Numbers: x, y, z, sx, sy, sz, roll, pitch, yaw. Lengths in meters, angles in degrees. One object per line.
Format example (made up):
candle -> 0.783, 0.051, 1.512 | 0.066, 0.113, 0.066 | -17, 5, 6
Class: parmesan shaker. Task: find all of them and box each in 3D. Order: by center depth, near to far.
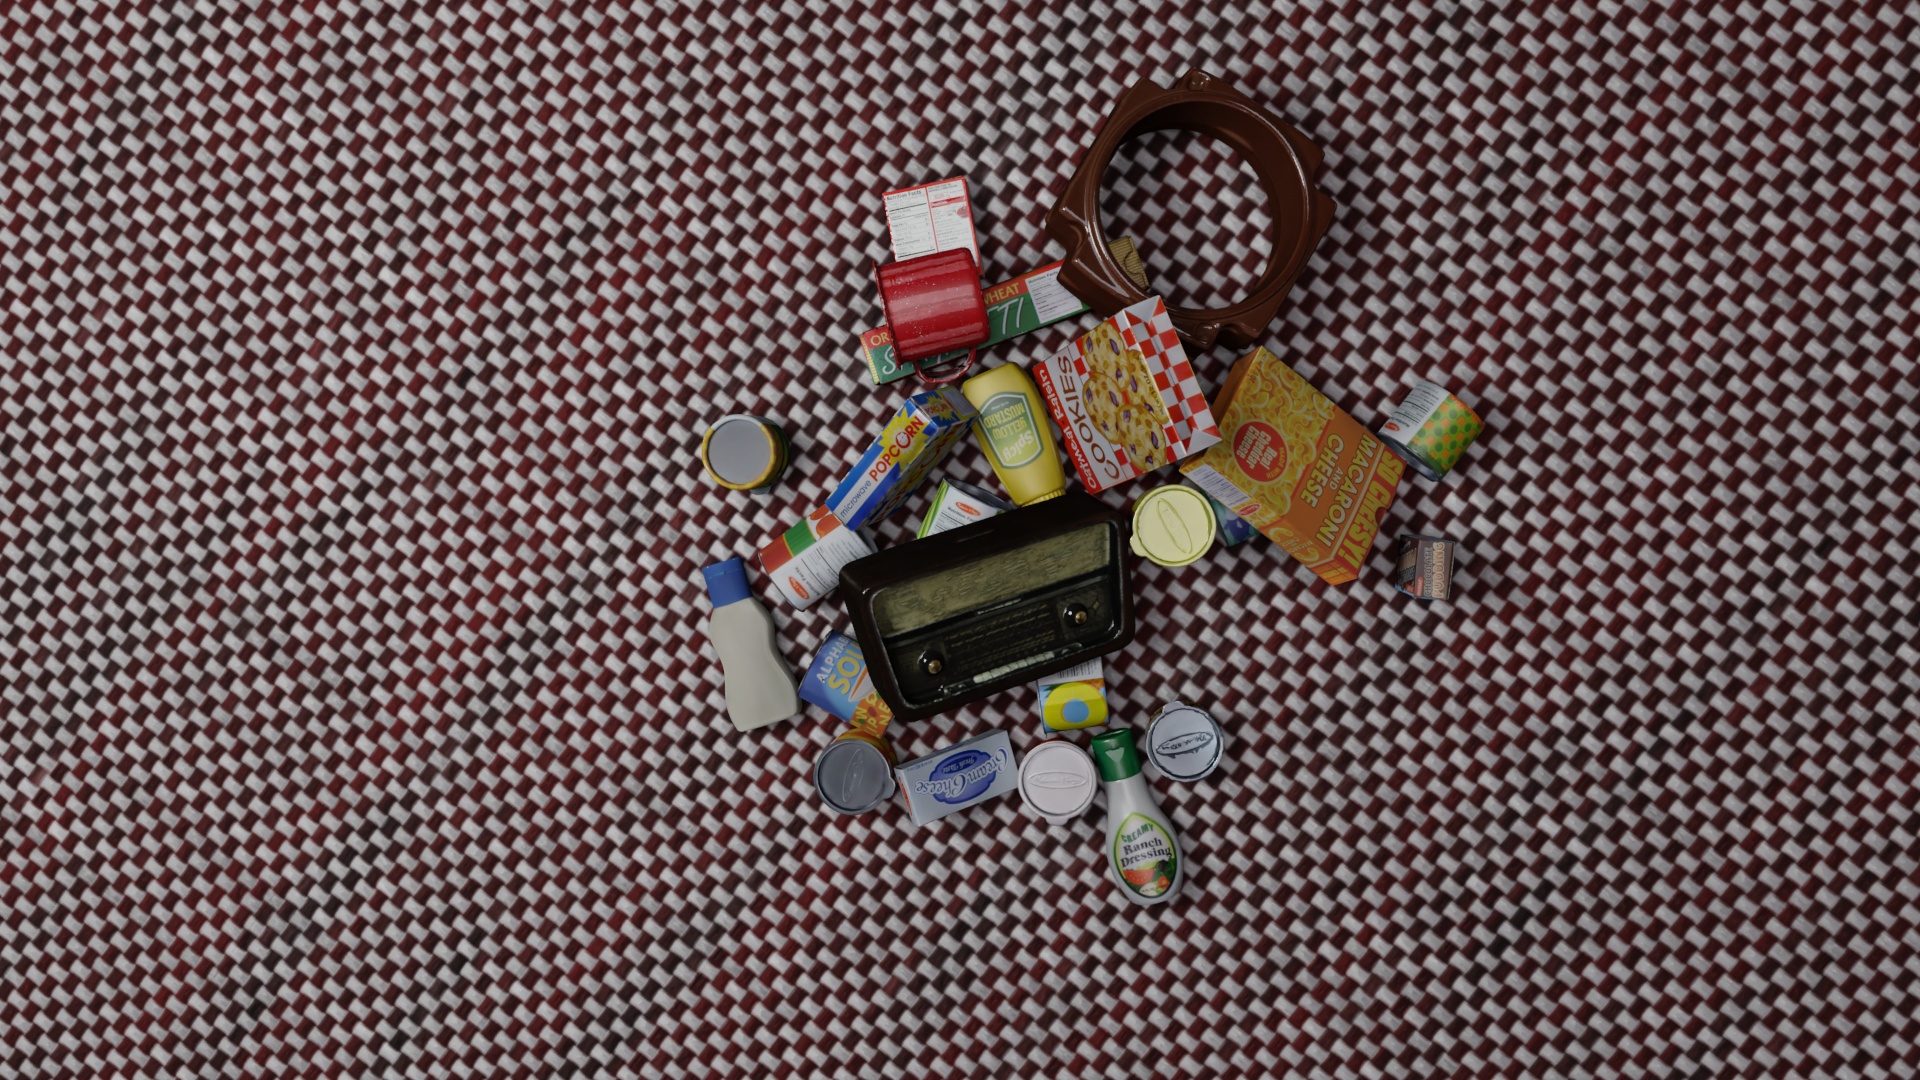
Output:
parmesan shaker -> 0.172, -0.013, 1.160 | 0.071, 0.103, 0.071 | 0, 93, 4

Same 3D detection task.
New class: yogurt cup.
yogurt cup -> 0.084, 0.202, 1.201 | 0.072, 0.054, 0.072 | 0, 93, 4

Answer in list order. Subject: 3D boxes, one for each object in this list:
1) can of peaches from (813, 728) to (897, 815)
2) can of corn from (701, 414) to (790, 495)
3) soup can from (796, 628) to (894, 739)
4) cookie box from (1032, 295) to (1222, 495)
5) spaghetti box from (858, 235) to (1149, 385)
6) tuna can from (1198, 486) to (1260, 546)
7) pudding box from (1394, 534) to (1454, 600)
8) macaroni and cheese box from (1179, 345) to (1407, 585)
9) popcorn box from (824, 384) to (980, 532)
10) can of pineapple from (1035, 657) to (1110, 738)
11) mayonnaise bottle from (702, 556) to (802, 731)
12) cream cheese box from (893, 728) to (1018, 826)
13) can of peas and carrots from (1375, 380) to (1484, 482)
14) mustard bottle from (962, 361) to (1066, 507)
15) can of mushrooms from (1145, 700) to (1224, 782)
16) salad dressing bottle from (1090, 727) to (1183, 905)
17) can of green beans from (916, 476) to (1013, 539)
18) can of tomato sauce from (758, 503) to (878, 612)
can of peaches -> -0.088, 0.201, 1.212 | 0.071, 0.058, 0.071 | 0, 92, 4
can of corn -> -0.186, -0.074, 1.207 | 0.071, 0.058, 0.071 | 0, 93, 5
soup can -> -0.089, 0.123, 1.203 | 0.084, 0.071, 0.071 | 27, 94, 2
cookie box -> 0.130, -0.113, 1.130 | 0.040, 0.167, 0.123 | -24, 91, -24
spaghetti box -> 0.036, -0.197, 1.200 | 0.250, 0.029, 0.050 | -19, 90, 5
tuna can -> 0.227, -0.032, 1.172 | 0.033, 0.071, 0.071 | -25, 91, 6
pudding box -> 0.386, 0.022, 1.156 | 0.030, 0.084, 0.049 | 5, 94, 7
macaroni and cheese box -> 0.276, -0.060, 1.139 | 0.166, 0.040, 0.124 | 35, 66, -11
popcorn box -> -0.049, -0.069, 1.164 | 0.038, 0.085, 0.126 | 46, 116, 9
can of pineapple -> 0.096, 0.131, 1.192 | 0.058, 0.071, 0.071 | -8, 92, 5
mayonnaise bottle -> -0.189, 0.090, 1.224 | 0.065, 0.041, 0.148 | -17, 90, 5
cream cheese box -> -0.001, 0.204, 1.200 | 0.104, 0.024, 0.053 | -18, 92, -24
can of peas and carrots -> 0.394, -0.090, 1.160 | 0.071, 0.071, 0.058 | 39, 94, 2
mustard bottle -> 0.056, -0.072, 1.193 | 0.065, 0.049, 0.160 | -24, 90, 11
can of mushrooms -> 0.193, 0.171, 1.201 | 0.071, 0.033, 0.071 | 0, 93, 5
salad dressing bottle -> 0.150, 0.238, 1.202 | 0.064, 0.044, 0.147 | -16, 91, 4
can of green beans -> 0.004, -0.015, 1.189 | 0.071, 0.071, 0.057 | 26, 101, 3
can of tomato sauce -> -0.123, 0.011, 1.204 | 0.083, 0.071, 0.071 | -36, 90, 5
